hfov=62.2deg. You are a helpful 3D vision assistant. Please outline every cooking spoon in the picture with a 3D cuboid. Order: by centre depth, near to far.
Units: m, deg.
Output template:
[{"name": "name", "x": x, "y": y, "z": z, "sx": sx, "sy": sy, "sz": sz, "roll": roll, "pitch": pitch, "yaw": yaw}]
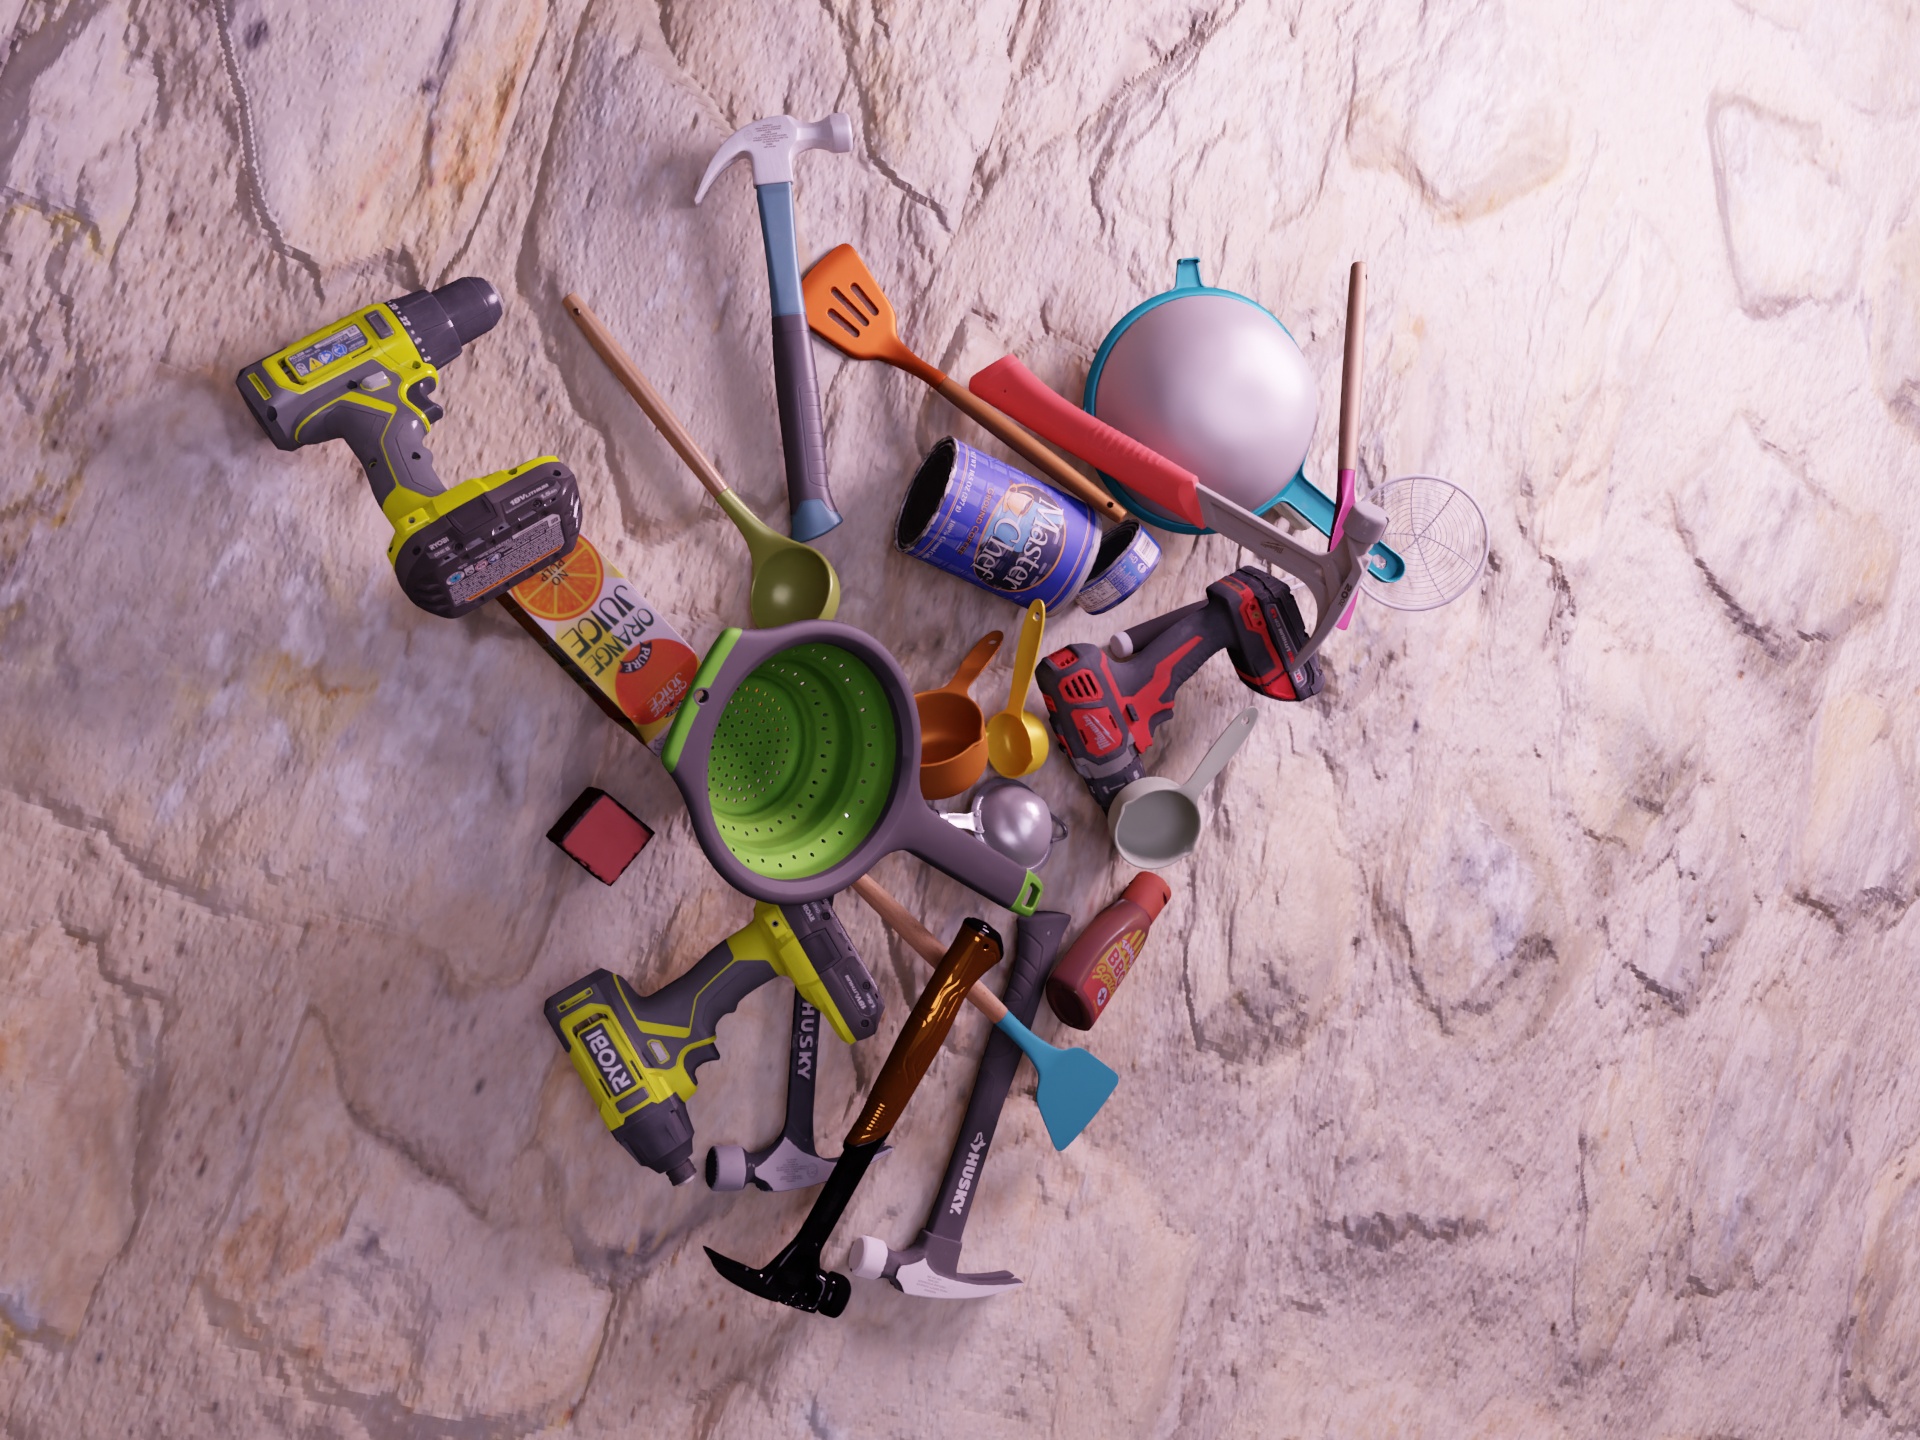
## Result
[{"name": "cooking spoon", "x": 0.325, "y": -0.233, "z": 1.334, "sx": 0.068, "sy": 0.017, "sz": 0.319, "roll": 17, "pitch": 77, "yaw": -53}]

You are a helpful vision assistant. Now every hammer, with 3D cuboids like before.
[{"name": "hammer", "x": -0.068, "y": 0.303, "z": 1.247, "sx": 0.127, "sy": 0.034, "sz": 0.337, "roll": 30, "pitch": 89, "yaw": -29}, {"name": "hammer", "x": -0.133, "y": -0.307, "z": 1.261, "sx": 0.128, "sy": 0.033, "sz": 0.331, "roll": -7, "pitch": 96, "yaw": -6}, {"name": "hammer", "x": -0.113, "y": 0.170, "z": 1.277, "sx": 0.149, "sy": 0.036, "sz": 0.409, "roll": 6, "pitch": 87, "yaw": -24}, {"name": "hammer", "x": 0.158, "y": -0.187, "z": 1.289, "sx": 0.359, "sy": 0.149, "sz": 0.037, "roll": 33, "pitch": 34, "yaw": 15}, {"name": "hammer", "x": 0.028, "y": 0.319, "z": 1.335, "sx": 0.146, "sy": 0.035, "sz": 0.335, "roll": 23, "pitch": 81, "yaw": -20}]

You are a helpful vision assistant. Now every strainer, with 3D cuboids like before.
[{"name": "strainer", "x": -0.010, "y": 0.083, "z": 1.298, "sx": 0.258, "sy": 0.050, "sz": 0.087, "roll": 2, "pitch": 67, "yaw": -29}, {"name": "strainer", "x": 0.265, "y": -0.223, "z": 1.345, "sx": 0.340, "sy": 0.095, "sz": 0.211, "roll": 37, "pitch": 88, "yaw": -13}]

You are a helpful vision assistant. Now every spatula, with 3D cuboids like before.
[{"name": "spatula", "x": 0.005, "y": -0.263, "z": 1.293, "sx": 0.322, "sy": 0.041, "sz": 0.081, "roll": 38, "pitch": 76, "yaw": 6}, {"name": "spatula", "x": 0.010, "y": 0.225, "z": 1.299, "sx": 0.317, "sy": 0.044, "sz": 0.082, "roll": 46, "pitch": 74, "yaw": -11}]

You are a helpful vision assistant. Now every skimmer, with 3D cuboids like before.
[{"name": "skimmer", "x": 0.305, "y": -0.122, "z": 1.422, "sx": 0.363, "sy": 0.090, "sz": 0.127, "roll": -20, "pitch": 101, "yaw": -21}]

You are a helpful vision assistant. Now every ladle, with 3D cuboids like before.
[{"name": "ladle", "x": -0.205, "y": -0.196, "z": 1.231, "sx": 0.078, "sy": 0.062, "sz": 0.320, "roll": -34, "pitch": 101, "yaw": 17}]

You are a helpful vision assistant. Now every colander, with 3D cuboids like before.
[{"name": "colander", "x": -0.083, "y": 0.060, "z": 1.204, "sx": 0.396, "sy": 0.094, "sz": 0.204, "roll": 35, "pitch": 75, "yaw": -41}]

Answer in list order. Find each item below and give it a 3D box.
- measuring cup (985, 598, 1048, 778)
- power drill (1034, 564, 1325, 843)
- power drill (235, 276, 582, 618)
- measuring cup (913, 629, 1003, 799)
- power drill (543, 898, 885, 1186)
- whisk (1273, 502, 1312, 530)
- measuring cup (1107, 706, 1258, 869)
[{"name": "measuring cup", "x": 0.058, "y": -0.027, "z": 1.317, "sx": 0.029, "sy": 0.062, "sz": 0.156, "roll": -8, "pitch": 117, "yaw": -42}, {"name": "power drill", "x": 0.192, "y": -0.012, "z": 1.364, "sx": 0.226, "sy": 0.080, "sz": 0.187, "roll": -27, "pitch": 110, "yaw": -5}, {"name": "power drill", "x": -0.366, "y": -0.203, "z": 1.117, "sx": 0.190, "sy": 0.080, "sz": 0.229, "roll": -34, "pitch": 74, "yaw": -19}, {"name": "measuring cup", "x": -0.002, "y": -0.004, "z": 1.314, "sx": 0.174, "sy": 0.095, "sz": 0.052, "roll": -55, "pitch": 148, "yaw": -39}, {"name": "power drill", "x": -0.176, "y": 0.230, "z": 1.200, "sx": 0.223, "sy": 0.080, "sz": 0.171, "roll": -30, "pitch": 90, "yaw": -5}, {"name": "whisk", "x": 0.236, "y": -0.254, "z": 1.420, "sx": 0.246, "sy": 0.059, "sz": 0.058, "roll": 40, "pitch": 34, "yaw": -22}, {"name": "measuring cup", "x": 0.188, "y": 0.049, "z": 1.330, "sx": 0.083, "sy": 0.038, "sz": 0.167, "roll": 34, "pitch": 101, "yaw": -24}]
